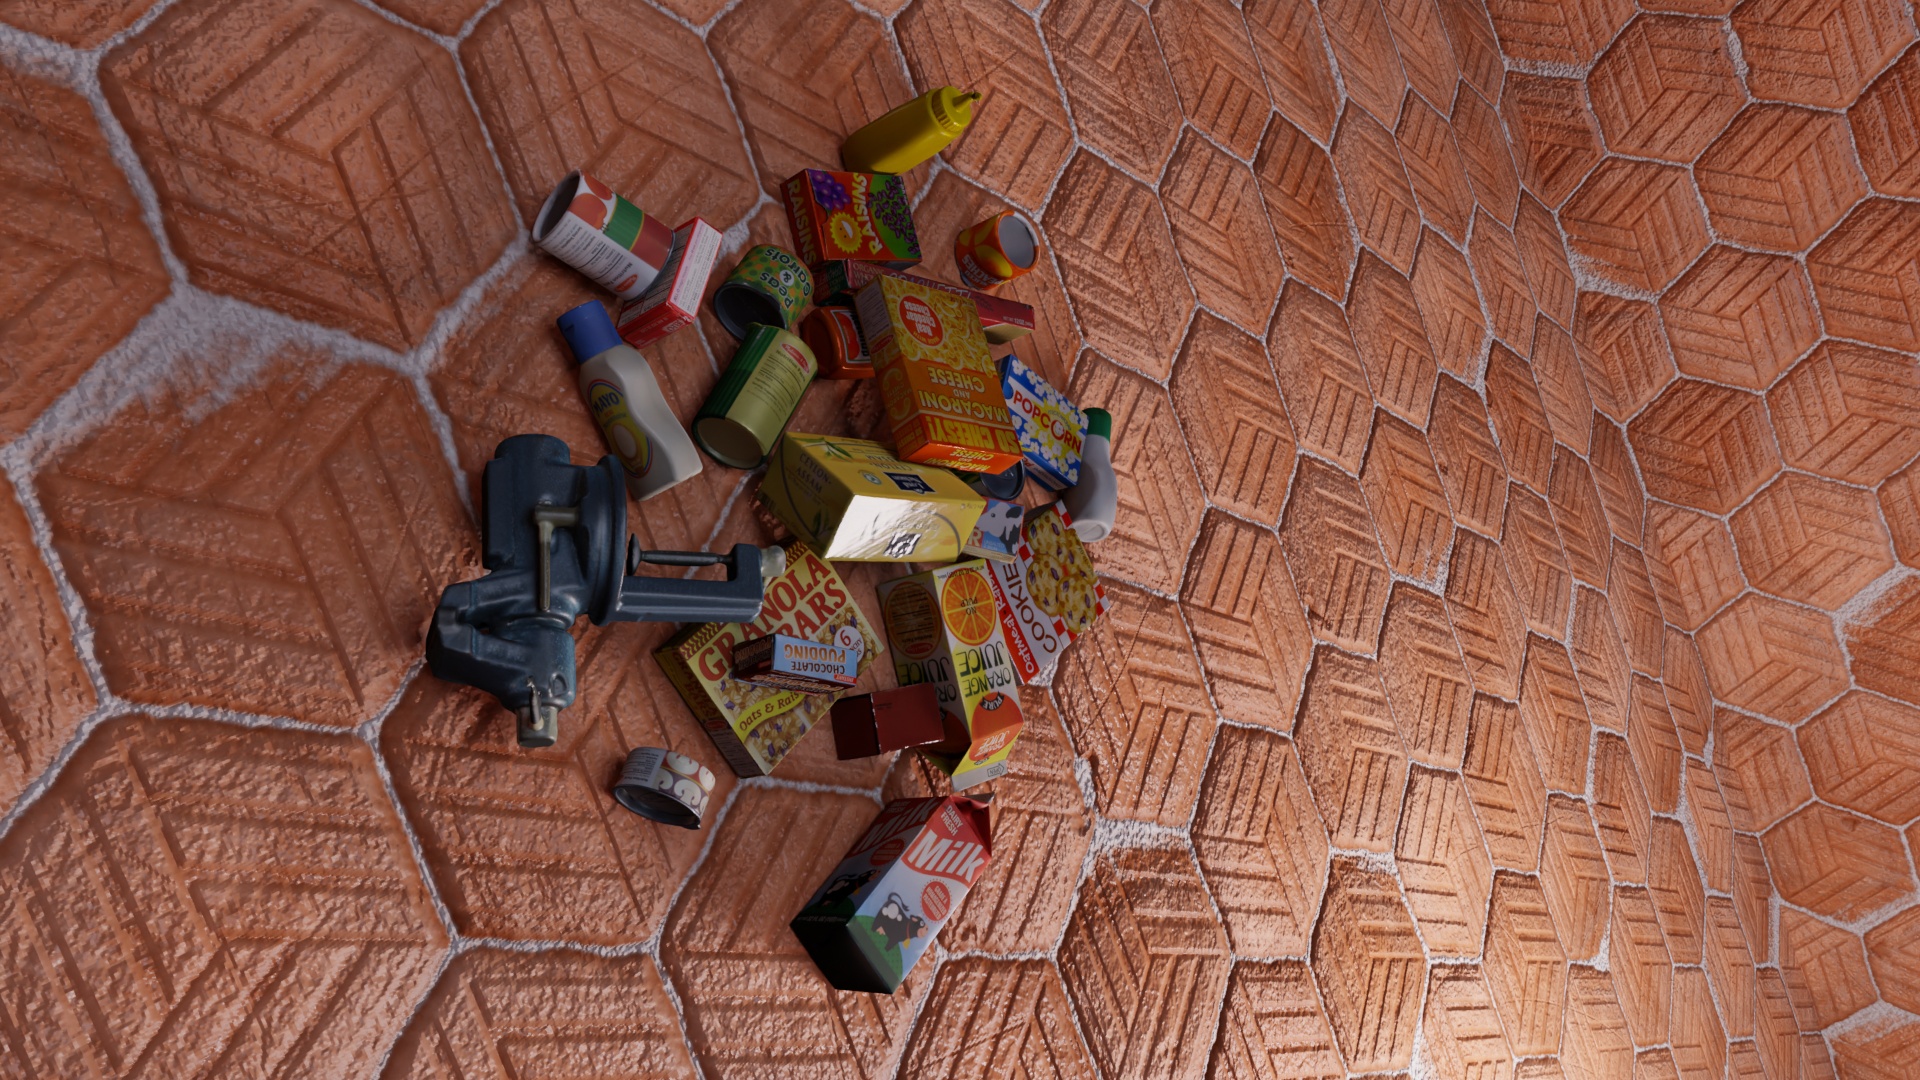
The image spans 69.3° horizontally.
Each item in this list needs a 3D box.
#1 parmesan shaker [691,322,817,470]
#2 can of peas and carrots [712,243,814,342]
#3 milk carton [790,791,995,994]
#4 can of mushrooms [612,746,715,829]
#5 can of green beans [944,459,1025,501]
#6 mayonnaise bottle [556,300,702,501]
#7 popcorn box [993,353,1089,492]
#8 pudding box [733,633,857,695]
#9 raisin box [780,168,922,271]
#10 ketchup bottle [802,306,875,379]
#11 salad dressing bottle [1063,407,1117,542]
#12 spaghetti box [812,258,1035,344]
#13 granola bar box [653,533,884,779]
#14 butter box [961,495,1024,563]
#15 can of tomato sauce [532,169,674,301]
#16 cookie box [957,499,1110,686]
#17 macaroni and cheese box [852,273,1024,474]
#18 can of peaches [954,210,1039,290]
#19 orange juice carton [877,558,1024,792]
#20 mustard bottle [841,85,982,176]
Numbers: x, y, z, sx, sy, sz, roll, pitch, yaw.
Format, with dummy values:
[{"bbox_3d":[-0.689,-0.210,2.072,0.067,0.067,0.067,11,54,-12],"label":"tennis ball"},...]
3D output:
[{"bbox_3d":[-0.168,-0.117,1.122,0.071,0.071,0.103,46,50,-28],"label":"parmesan shaker"},{"bbox_3d":[-0.161,-0.204,1.152,0.071,0.071,0.059,48,48,-26],"label":"can of peas and carrots"},{"bbox_3d":[-0.043,0.271,1.130,0.191,0.072,0.073,-46,112,-42],"label":"milk carton"},{"bbox_3d":[-0.209,0.177,0.991,0.071,0.071,0.033,40,51,-32],"label":"can of mushrooms"},{"bbox_3d":[0.018,-0.063,1.307,0.071,0.057,0.071,16,68,-43],"label":"can of green beans"},{"bbox_3d":[-0.251,-0.105,1.038,0.041,0.064,0.148,-35,100,-48],"label":"mayonnaise bottle"},{"bbox_3d":[0.072,-0.116,1.393,0.126,0.038,0.085,34,57,-35],"label":"popcorn box"},{"bbox_3d":[-0.125,0.095,1.056,0.084,0.049,0.030,18,64,-42],"label":"pudding box"},{"bbox_3d":[-0.098,-0.290,1.268,0.124,0.040,0.086,-11,87,-47],"label":"raisin box"},{"bbox_3d":[-0.074,-0.179,1.257,0.149,0.043,0.065,-10,79,-48],"label":"ketchup bottle"},{"bbox_3d":[0.135,-0.070,1.432,0.044,0.064,0.148,25,53,-25],"label":"salad dressing bottle"},{"bbox_3d":[-0.030,-0.222,1.310,0.250,0.050,0.029,4,75,-45],"label":"spaghetti box"},{"bbox_3d":[-0.148,0.088,1.102,0.166,0.039,0.124,-46,112,-43],"label":"granola bar box"},{"bbox_3d":[0.005,-0.016,1.266,0.103,0.024,0.053,13,66,-7],"label":"butter box"},{"bbox_3d":[-0.270,-0.232,1.051,0.083,0.071,0.071,32,57,-36],"label":"can of tomato sauce"},{"bbox_3d":[0.066,0.050,1.337,0.168,0.040,0.122,-36,104,-47],"label":"cookie box"},{"bbox_3d":[-0.019,-0.143,1.221,0.124,0.040,0.167,5,61,-46],"label":"macaroni and cheese box"},{"bbox_3d":[0.037,-0.290,1.394,0.071,0.058,0.071,17,66,-43],"label":"can of peaches"},{"bbox_3d":[-0.004,0.119,1.218,0.072,0.073,0.192,-11,87,-48],"label":"orange juice carton"},{"bbox_3d":[-0.038,-0.376,1.267,0.065,0.160,0.049,-22,93,-49],"label":"mustard bottle"}]
